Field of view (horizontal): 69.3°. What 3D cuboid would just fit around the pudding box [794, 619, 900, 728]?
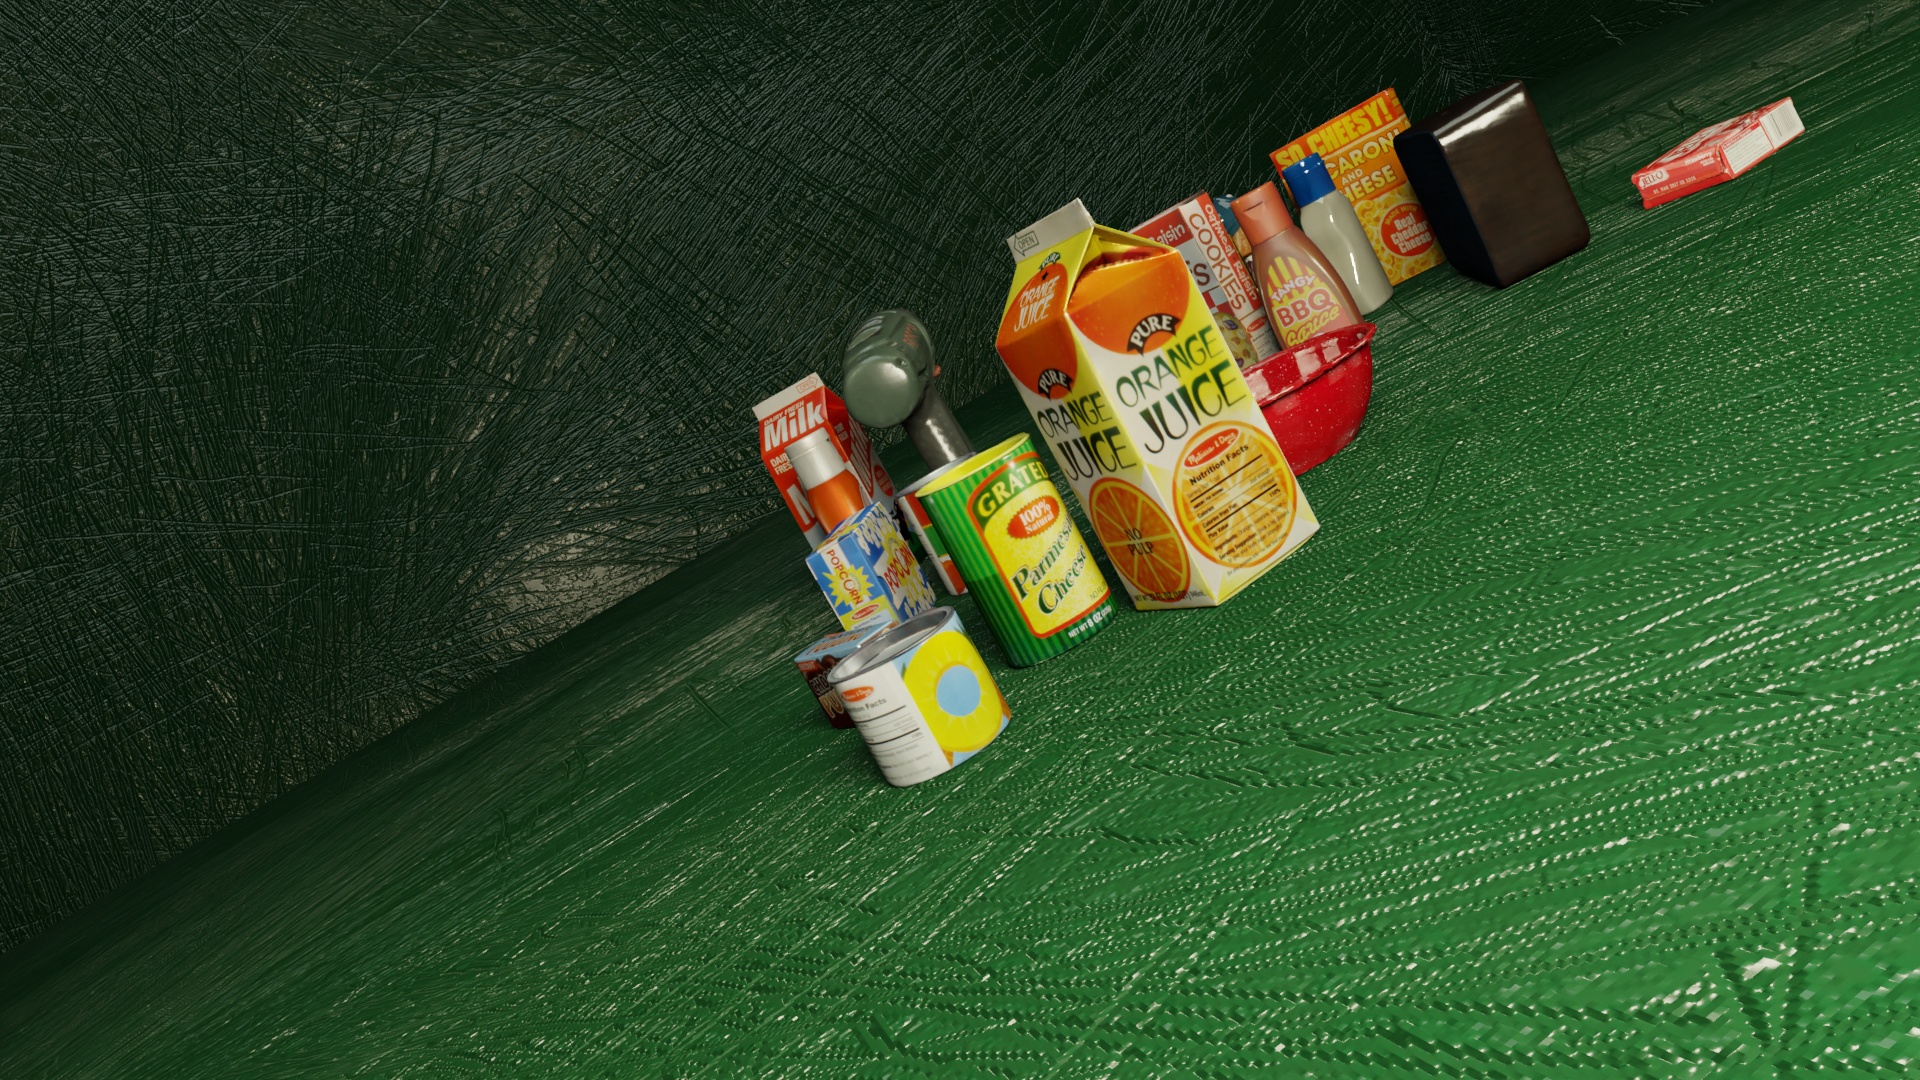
[{"bbox_3d":[-0.053,0.074,0.763,0.030,0.049,0.083,-34,9,-32],"label":"pudding box"}]

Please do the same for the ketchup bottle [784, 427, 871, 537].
[{"bbox_3d":[-0.088,-0.016,1.092,0.043,0.148,0.065,-28,7,5],"label":"ketchup bottle"}]

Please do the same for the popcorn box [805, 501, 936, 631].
[{"bbox_3d":[-0.059,0.027,0.952,0.038,0.085,0.127,-28,8,10],"label":"popcorn box"}]

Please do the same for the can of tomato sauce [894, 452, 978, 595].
[{"bbox_3d":[0.004,-0.012,0.993,0.071,0.083,0.071,-28,8,4],"label":"can of tomato sauce"}]

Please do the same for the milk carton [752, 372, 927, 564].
[{"bbox_3d":[-0.108,-0.048,1.217,0.072,0.190,0.074,-27,8,18],"label":"milk carton"}]

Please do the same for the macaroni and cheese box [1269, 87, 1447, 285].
[{"bbox_3d":[0.389,-0.325,1.324,0.123,0.166,0.040,-24,9,32],"label":"macaroni and cheese box"}]

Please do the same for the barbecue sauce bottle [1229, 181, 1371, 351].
[{"bbox_3d":[0.257,-0.202,1.069,0.064,0.148,0.044,-25,8,27],"label":"barbecue sauce bottle"}]

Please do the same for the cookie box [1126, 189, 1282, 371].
[{"bbox_3d":[0.194,-0.194,1.174,0.040,0.167,0.122,-34,9,-32],"label":"cookie box"}]

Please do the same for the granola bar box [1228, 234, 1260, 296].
[{"bbox_3d":[0.223,-0.200,1.265,0.039,0.124,0.165,-31,8,-14],"label":"granola bar box"}]

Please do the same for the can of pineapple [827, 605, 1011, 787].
[{"bbox_3d":[-0.017,0.070,0.635,0.071,0.058,0.071,-28,8,4],"label":"can of pineapple"}]

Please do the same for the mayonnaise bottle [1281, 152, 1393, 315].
[{"bbox_3d":[0.338,-0.275,1.250,0.041,0.148,0.065,-22,10,42],"label":"mayonnaise bottle"}]

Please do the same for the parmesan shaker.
[{"bbox_3d":[0.032,0.004,0.715,0.071,0.103,0.071,-28,8,4],"label":"parmesan shaker"}]

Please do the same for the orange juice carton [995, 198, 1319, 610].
[{"bbox_3d":[0.084,-0.067,0.660,0.073,0.192,0.071,-32,8,-23],"label":"orange juice carton"}]
